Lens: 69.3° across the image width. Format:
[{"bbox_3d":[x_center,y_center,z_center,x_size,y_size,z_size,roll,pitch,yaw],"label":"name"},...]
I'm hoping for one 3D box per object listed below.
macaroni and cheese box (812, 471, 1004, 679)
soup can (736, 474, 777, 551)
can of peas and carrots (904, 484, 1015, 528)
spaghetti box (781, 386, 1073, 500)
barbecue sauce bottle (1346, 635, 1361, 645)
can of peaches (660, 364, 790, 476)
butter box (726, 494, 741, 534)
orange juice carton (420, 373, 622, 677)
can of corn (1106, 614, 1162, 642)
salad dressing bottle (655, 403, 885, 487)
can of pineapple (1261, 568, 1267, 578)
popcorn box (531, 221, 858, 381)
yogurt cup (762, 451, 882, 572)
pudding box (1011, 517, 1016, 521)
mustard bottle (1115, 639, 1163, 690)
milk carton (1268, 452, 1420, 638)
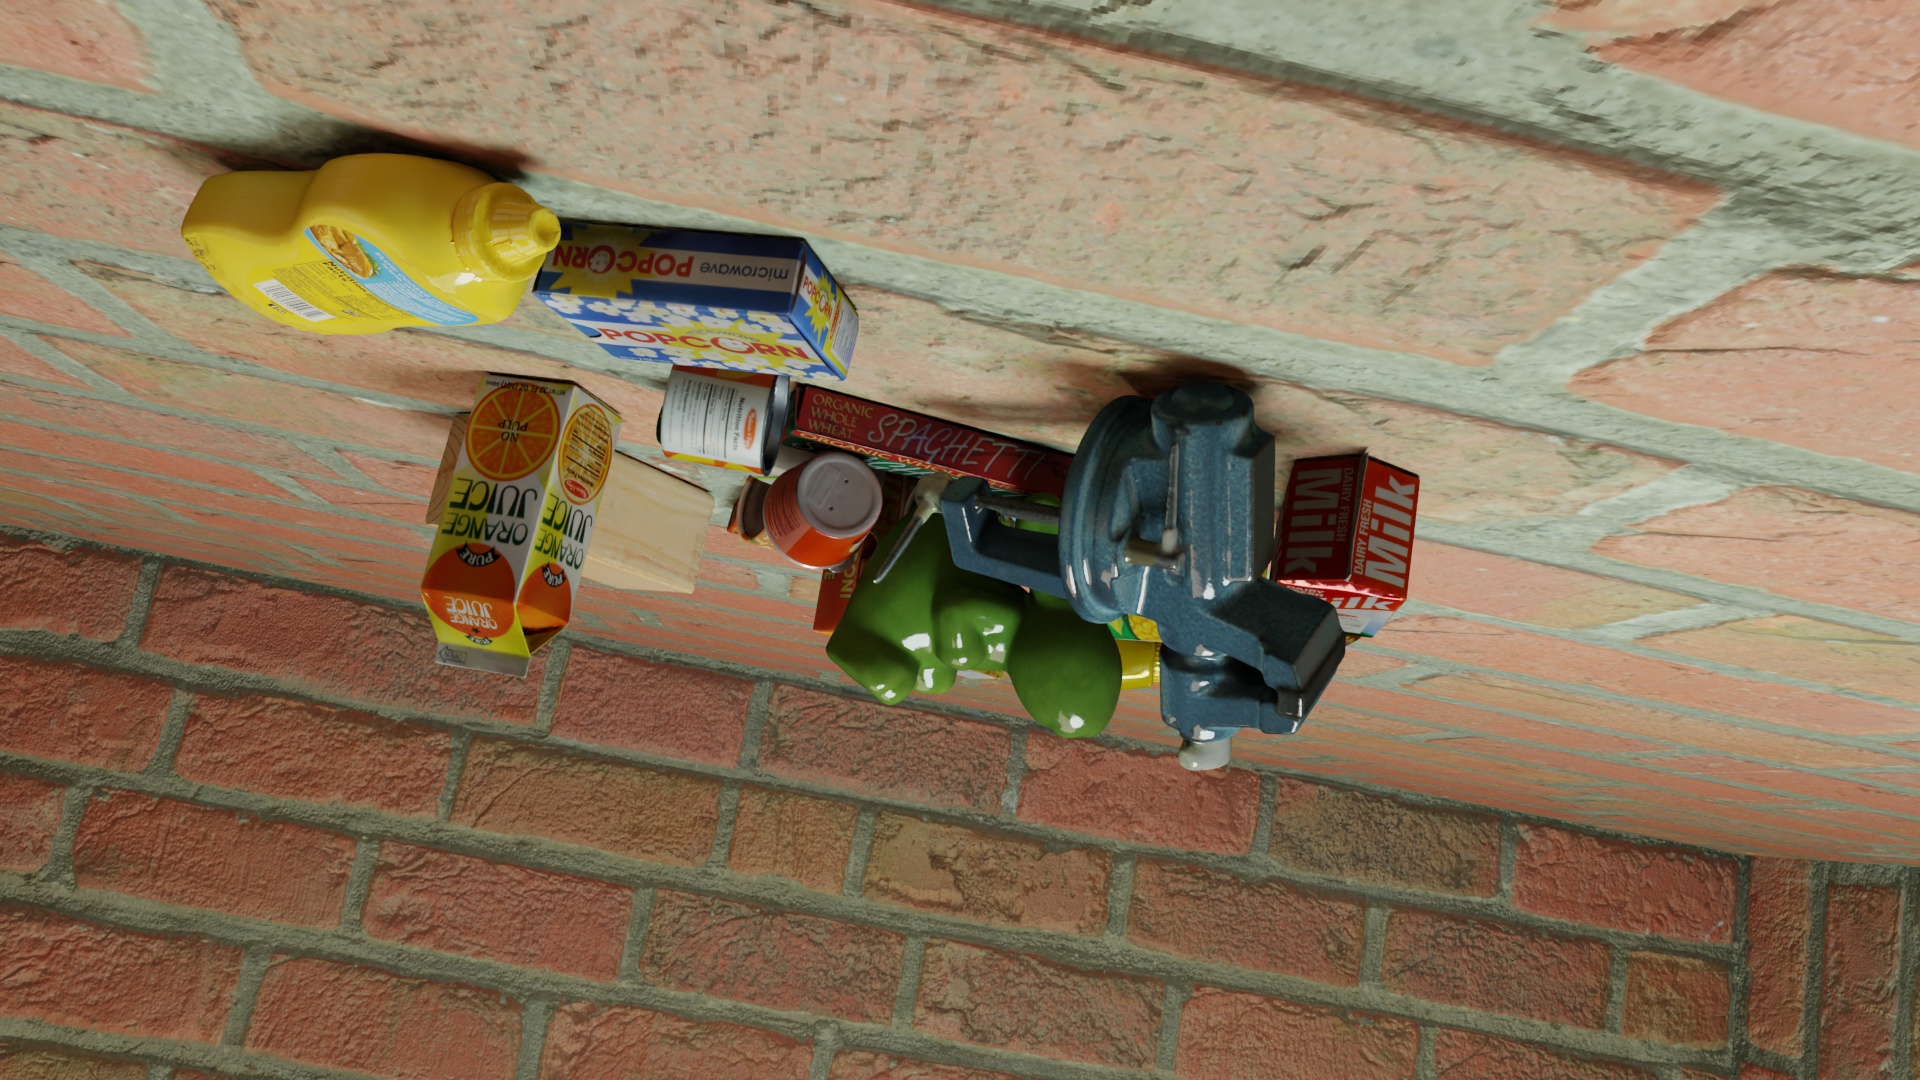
[{"bbox_3d":[-0.026,0.026,1.021,0.040,0.124,0.166,-4,162,42],"label":"macaroni and cheese box"},{"bbox_3d":[-0.112,-0.020,1.025,0.084,0.071,0.071,19,166,-35],"label":"soup can"},{"bbox_3d":[0.003,-0.012,0.960,0.071,0.071,0.058,6,167,21],"label":"can of peas and carrots"},{"bbox_3d":[0.012,-0.048,0.865,0.250,0.029,0.050,13,169,-15],"label":"spaghetti box"},{"bbox_3d":[0.294,0.057,1.091,0.065,0.044,0.148,11,168,1],"label":"barbecue sauce bottle"},{"bbox_3d":[-0.130,-0.073,0.776,0.058,0.071,0.071,10,168,0],"label":"can of peaches"},{"bbox_3d":[-0.165,-0.020,1.178,0.053,0.024,0.103,13,169,-14],"label":"butter box"},{"bbox_3d":[-0.294,-0.007,0.923,0.072,0.193,0.073,8,167,15],"label":"orange juice carton"},{"bbox_3d":[0.149,0.047,1.124,0.058,0.071,0.071,1,165,36],"label":"can of corn"},{"bbox_3d":[-0.121,-0.058,0.895,0.148,0.044,0.064,17,168,-30],"label":"salad dressing bottle"},{"bbox_3d":[0.196,0.036,1.040,0.071,0.058,0.071,10,169,2],"label":"can of pineapple"},{"bbox_3d":[-0.120,-0.110,0.650,0.127,0.038,0.085,7,169,14],"label":"popcorn box"},{"bbox_3d":[-0.081,-0.021,0.845,0.072,0.072,0.053,14,160,-18],"label":"yogurt cup"},{"bbox_3d":[0.079,-0.003,0.940,0.083,0.030,0.049,44,158,-16],"label":"pudding box"},{"bbox_3d":[0.133,0.103,1.218,0.160,0.065,0.048,5,162,10],"label":"mustard bottle"},{"bbox_3d":[0.225,0.005,0.826,0.073,0.072,0.190,8,170,11],"label":"milk carton"}]
